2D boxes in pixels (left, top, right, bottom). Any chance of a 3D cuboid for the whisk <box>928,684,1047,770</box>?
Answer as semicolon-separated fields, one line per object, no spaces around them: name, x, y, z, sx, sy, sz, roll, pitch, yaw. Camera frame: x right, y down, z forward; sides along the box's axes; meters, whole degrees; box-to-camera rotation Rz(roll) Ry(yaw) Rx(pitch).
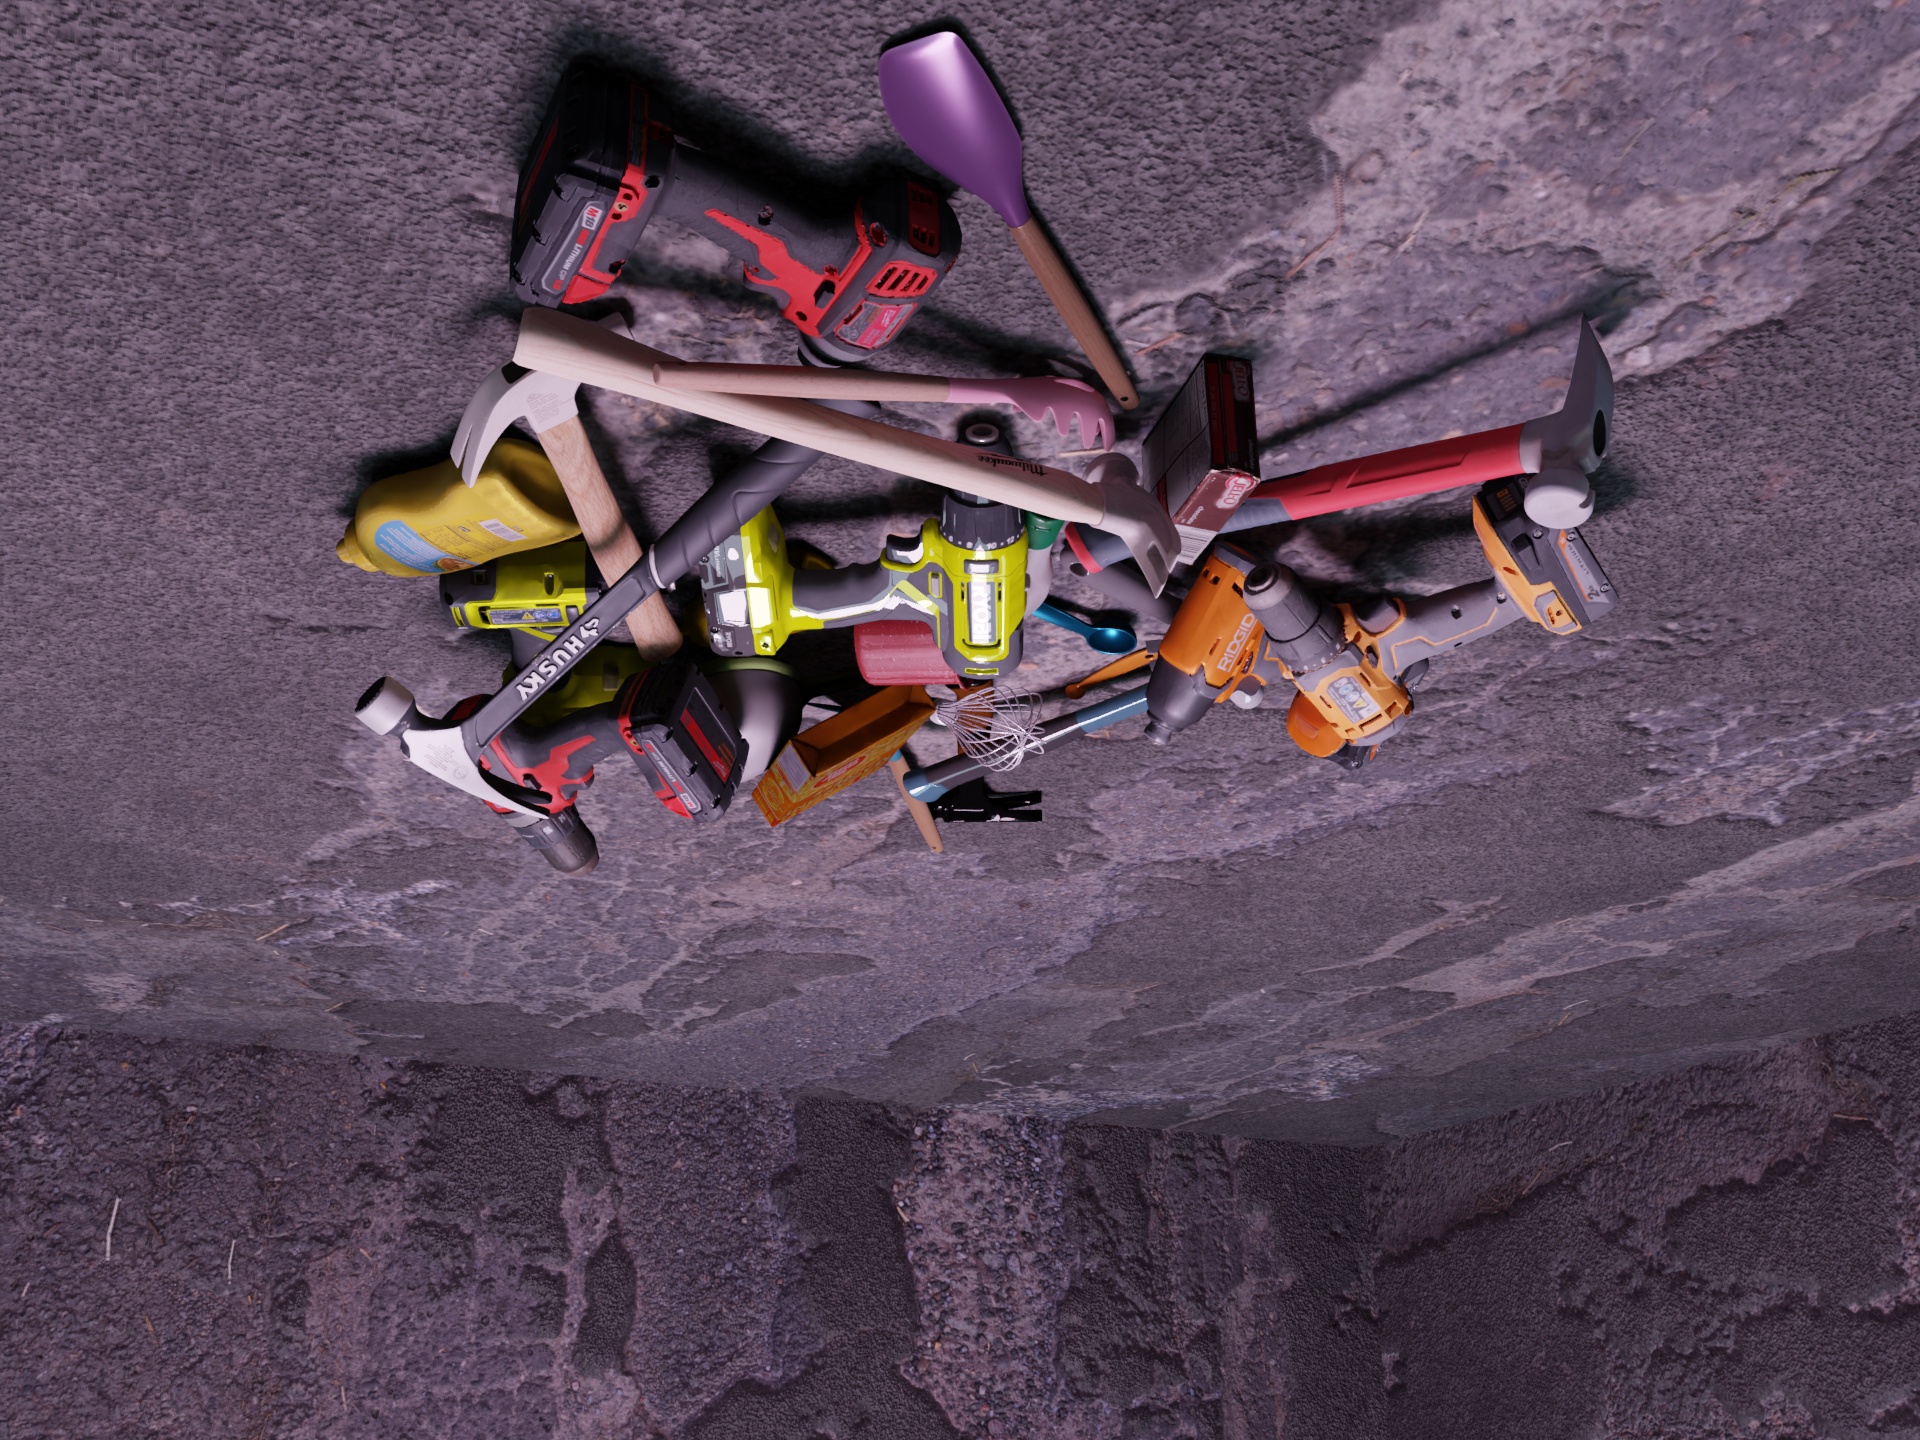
whisk;-0.001;-0.005;1.326;0.070;0.070;0.285;11;-178;-23

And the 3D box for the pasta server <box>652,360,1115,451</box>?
pasta server;-0.034;-0.192;0.953;0.316;0.060;0.040;-4;118;-33

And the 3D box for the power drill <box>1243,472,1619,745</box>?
power drill;0.329;-0.091;1.142;0.226;0.084;0.185;-32;128;23

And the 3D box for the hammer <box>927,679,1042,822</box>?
hammer;0.020;0.025;1.524;0.127;0.034;0.336;0;155;1

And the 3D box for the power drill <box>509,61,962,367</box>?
power drill;-0.124;-0.257;0.867;0.219;0.079;0.143;10;154;-28

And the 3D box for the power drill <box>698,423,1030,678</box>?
power drill;-0.064;-0.120;1.123;0.228;0.080;0.190;1;129;2

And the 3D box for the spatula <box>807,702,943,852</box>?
spatula;-0.063;0.057;1.547;0.082;0.044;0.317;7;149;20

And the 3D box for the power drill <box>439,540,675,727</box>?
power drill;-0.309;-0.064;1.283;0.171;0.080;0.223;-2;153;-6

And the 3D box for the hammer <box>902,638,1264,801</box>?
hammer;0.098;0.007;1.428;0.331;0.033;0.128;-22;149;22

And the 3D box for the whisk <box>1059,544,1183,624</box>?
whisk;0.167;-0.087;1.272;0.238;0.055;0.055;24;146;-34

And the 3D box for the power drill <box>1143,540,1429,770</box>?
power drill;0.249;-0.034;1.259;0.226;0.084;0.164;18;107;-35

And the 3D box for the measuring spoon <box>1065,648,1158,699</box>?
measuring spoon;0.136;-0.040;1.407;0.021;0.011;0.117;19;149;-36

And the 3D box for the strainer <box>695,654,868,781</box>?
strainer;-0.143;0.000;1.348;0.256;0.069;0.151;-15;151;-9

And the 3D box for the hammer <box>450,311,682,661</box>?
hammer;-0.246;-0.134;1.086;0.130;0.031;0.331;-28;153;-11

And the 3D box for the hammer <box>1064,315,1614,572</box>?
hammer;0.235;-0.164;1.064;0.386;0.143;0.038;-7;142;41

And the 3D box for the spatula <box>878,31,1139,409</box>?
spatula;0.041;-0.269;0.904;0.060;0.018;0.315;-8;153;25

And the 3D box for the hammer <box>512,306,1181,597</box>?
hammer;-0.060;-0.167;0.957;0.410;0.146;0.038;13;119;-19

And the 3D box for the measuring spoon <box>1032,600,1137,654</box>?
measuring spoon;0.090;-0.089;1.306;0.128;0.021;0.042;23;149;-23

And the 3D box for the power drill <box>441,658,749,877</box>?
power drill;-0.286;0.047;1.279;0.227;0.080;0.187;-10;130;24

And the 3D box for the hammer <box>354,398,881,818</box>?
hammer;-0.214;-0.087;1.068;0.409;0.036;0.149;-39;118;14
